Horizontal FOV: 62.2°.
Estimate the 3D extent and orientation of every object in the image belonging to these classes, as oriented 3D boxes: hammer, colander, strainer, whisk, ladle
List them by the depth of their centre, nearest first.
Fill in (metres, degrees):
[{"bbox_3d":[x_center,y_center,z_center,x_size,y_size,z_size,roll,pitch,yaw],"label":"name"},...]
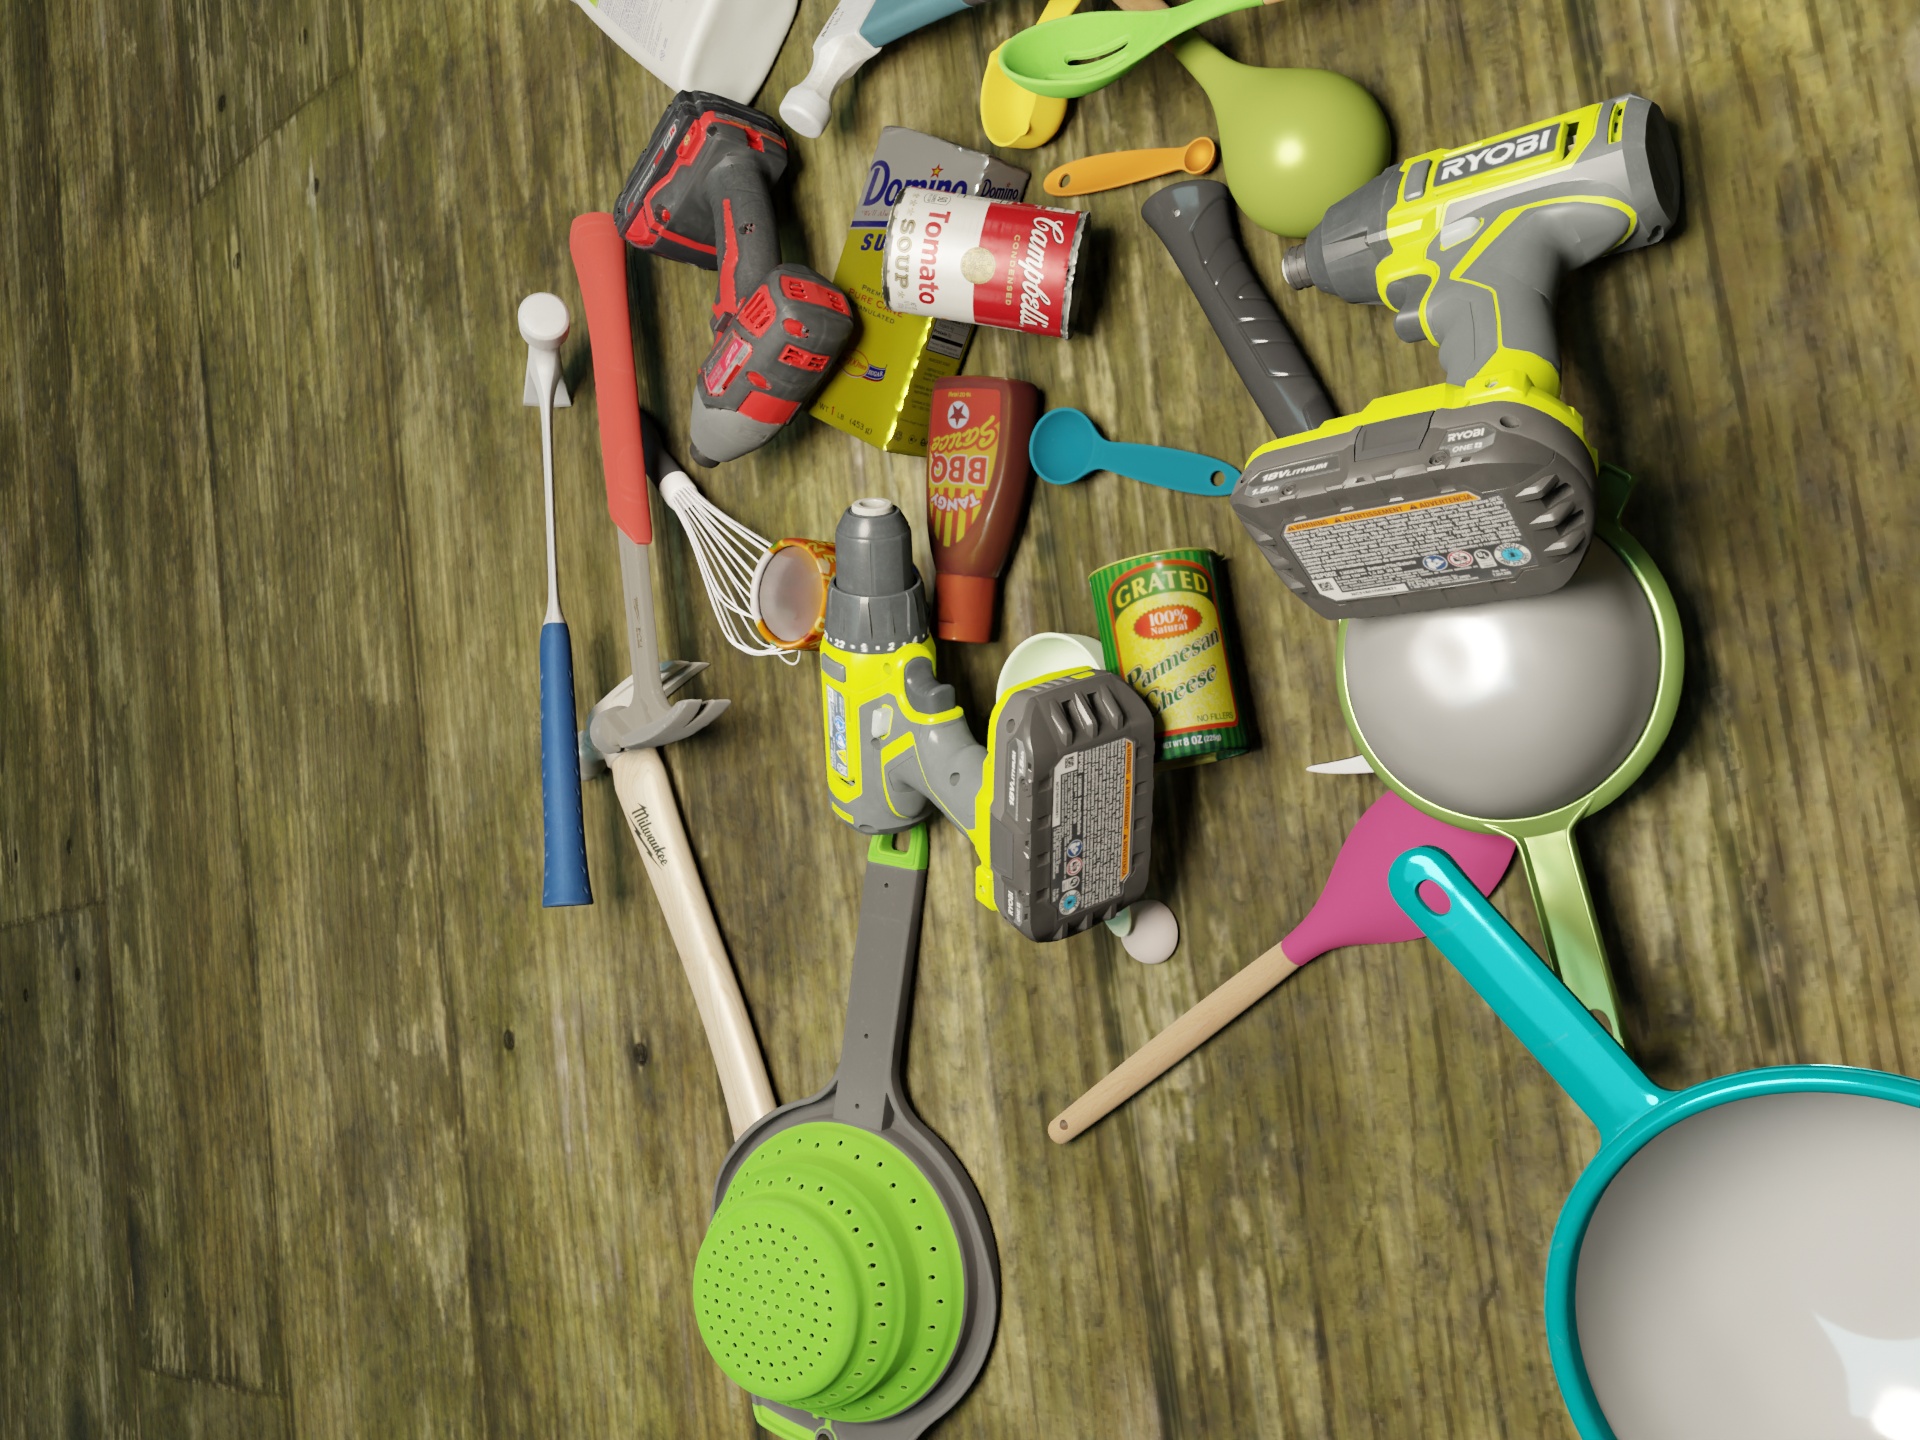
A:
[{"bbox_3d":[0.299,0.177,0.613,0.341,0.095,0.211,51,119,21],"label":"strainer"},{"bbox_3d":[0.228,0.027,0.660,0.151,0.069,0.256,-19,80,37],"label":"strainer"},{"bbox_3d":[0.171,-0.129,0.775,0.146,0.035,0.335,-38,66,33],"label":"hammer"},{"bbox_3d":[0.110,-0.361,0.831,0.078,0.062,0.320,-48,54,23],"label":"ladle"},{"bbox_3d":[0.015,-0.393,0.840,0.331,0.033,0.128,14,75,55],"label":"hammer"},{"bbox_3d":[-0.077,0.247,0.928,0.204,0.094,0.397,8,90,28],"label":"colander"},{"bbox_3d":[-0.216,-0.163,1.042,0.149,0.036,0.359,-17,77,52],"label":"hammer"},{"bbox_3d":[-0.175,-0.134,1.058,0.285,0.070,0.070,50,120,34],"label":"whisk"},{"bbox_3d":[-0.164,0.161,1.060,0.146,0.038,0.411,-34,69,34],"label":"hammer"},{"bbox_3d":[-0.279,-0.075,1.098,0.144,0.035,0.405,150,117,-74],"label":"hammer"}]

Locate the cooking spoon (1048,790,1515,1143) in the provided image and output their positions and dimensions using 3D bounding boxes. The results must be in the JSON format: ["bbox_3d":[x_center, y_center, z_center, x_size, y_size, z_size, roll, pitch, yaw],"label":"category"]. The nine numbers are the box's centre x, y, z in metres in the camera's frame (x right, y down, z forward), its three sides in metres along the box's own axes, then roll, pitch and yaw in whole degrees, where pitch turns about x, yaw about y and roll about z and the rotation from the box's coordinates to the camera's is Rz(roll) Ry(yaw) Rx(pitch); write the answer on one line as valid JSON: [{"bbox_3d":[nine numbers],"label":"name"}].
[{"bbox_3d":[0.149,0.132,0.803,0.318,0.017,0.069,-46,61,30],"label":"cooking spoon"}]

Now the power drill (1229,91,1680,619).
[{"bbox_3d":[0.198,-0.155,0.668,0.171,0.080,0.223,-6,50,39],"label":"power drill"}]

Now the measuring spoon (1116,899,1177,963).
[{"bbox_3d":[0.067,0.093,0.873,0.124,0.018,0.034,34,112,36],"label":"measuring spoon"}]

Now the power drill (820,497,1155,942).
[{"bbox_3d":[-0.001,-0.003,0.836,0.229,0.080,0.190,32,130,49],"label":"power drill"}]

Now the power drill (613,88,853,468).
[{"bbox_3d":[-0.144,-0.268,0.985,0.143,0.078,0.220,-46,51,38],"label":"power drill"}]

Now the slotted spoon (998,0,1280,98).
[{"bbox_3d":[0.165,-0.348,0.741,0.314,0.031,0.070,-9,46,25],"label":"slotted spoon"}]

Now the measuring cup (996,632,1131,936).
[{"bbox_3d":[0.072,0.033,0.859,0.083,0.038,0.168,-23,79,40],"label":"measuring cup"}]

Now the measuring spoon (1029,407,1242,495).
[{"bbox_3d":[0.096,-0.139,0.855,0.129,0.021,0.042,18,101,30],"label":"measuring spoon"}]

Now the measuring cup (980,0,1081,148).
[{"bbox_3d":[0.060,-0.373,0.850,0.156,0.029,0.062,-48,54,46],"label":"measuring cup"}]

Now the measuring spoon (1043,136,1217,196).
[{"bbox_3d":[0.091,-0.297,0.861,0.117,0.011,0.021,8,87,44],"label":"measuring spoon"}]
